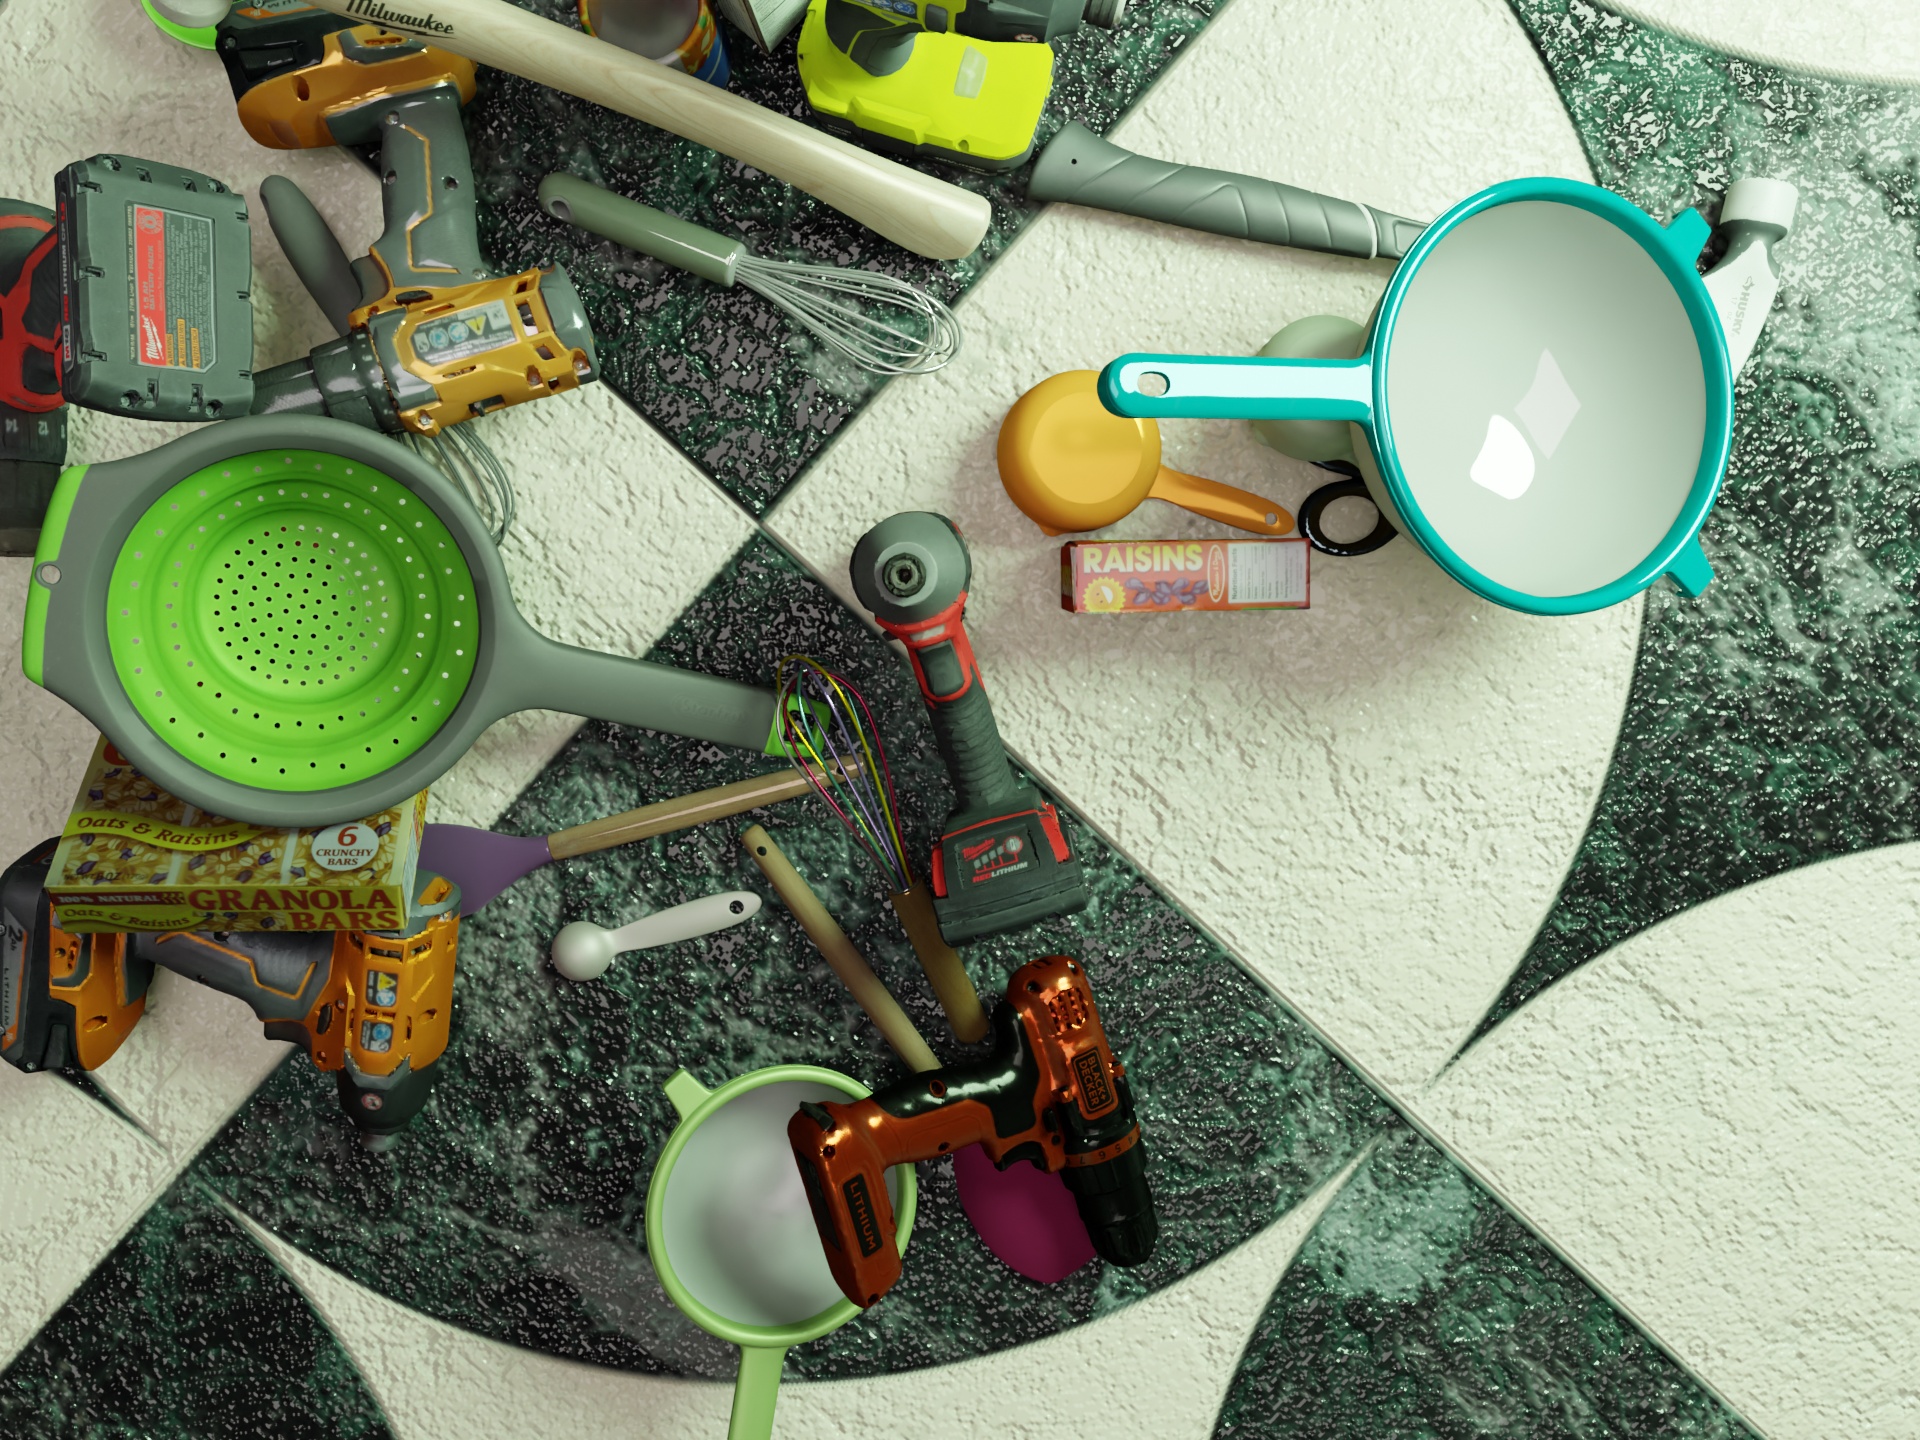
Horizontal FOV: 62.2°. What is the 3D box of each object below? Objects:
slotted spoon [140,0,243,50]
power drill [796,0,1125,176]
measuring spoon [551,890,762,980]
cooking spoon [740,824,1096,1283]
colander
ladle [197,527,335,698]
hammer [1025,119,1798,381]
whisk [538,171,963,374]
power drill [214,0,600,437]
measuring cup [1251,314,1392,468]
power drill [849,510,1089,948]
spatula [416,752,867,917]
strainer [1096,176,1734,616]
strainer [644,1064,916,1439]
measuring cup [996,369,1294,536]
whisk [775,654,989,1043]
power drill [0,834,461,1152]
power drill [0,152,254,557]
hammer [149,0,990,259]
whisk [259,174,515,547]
[{"bbox_3d":[-0.282,-0.423,0.855,0.313,0.031,0.070,-15,95,-1],"label":"slotted spoon"},{"bbox_3d":[-0.012,-0.336,0.763,0.171,0.223,0.080,16,95,-1],"label":"power drill"},{"bbox_3d":[-0.173,0.120,0.901,0.124,0.018,0.034,-16,94,0],"label":"measuring spoon"},{"bbox_3d":[-0.026,0.190,0.906,0.069,0.017,0.319,-36,94,2],"label":"cooking spoon"},{"bbox_3d":[-0.266,-0.038,0.850,0.396,0.094,0.204,12,95,-23],"label":"colander"},{"bbox_3d":[-0.453,0.026,0.890,0.069,0.031,0.315,36,95,-4],"label":"ladle"},{"bbox_3d":[0.238,-0.257,0.866,0.409,0.036,0.149,12,95,-1],"label":"hammer"},{"bbox_3d":[-0.114,-0.245,0.863,0.246,0.057,0.059,22,60,1],"label":"whisk"},{"bbox_3d":[-0.308,-0.253,0.818,0.185,0.084,0.226,-20,87,-10],"label":"power drill"},{"bbox_3d":[0.223,-0.146,0.853,0.083,0.038,0.167,-40,86,-3],"label":"measuring cup"},{"bbox_3d":[-0.001,-0.003,0.831,0.078,0.143,0.219,-17,97,3],"label":"power drill"},{"bbox_3d":[-0.206,0.063,0.896,0.316,0.018,0.060,-14,94,2],"label":"spatula"},{"bbox_3d":[0.214,-0.155,0.787,0.340,0.095,0.211,-2,92,-17],"label":"strainer"},{"bbox_3d":[-0.112,0.313,0.879,0.151,0.069,0.256,10,87,-22],"label":"strainer"},{"bbox_3d":[0.105,-0.133,0.864,0.173,0.052,0.095,18,94,-3],"label":"measuring cup"},{"bbox_3d":[-0.041,0.072,0.878,0.047,0.051,0.245,-19,106,19],"label":"whisk"},{"bbox_3d":[-0.394,0.152,0.869,0.226,0.084,0.164,9,106,-5],"label":"power drill"},{"bbox_3d":[-0.447,-0.179,0.801,0.227,0.080,0.188,3,94,40],"label":"power drill"},{"bbox_3d":[-0.166,-0.313,0.763,0.410,0.146,0.038,14,74,-25],"label":"hammer"},{"bbox_3d":[-0.314,-0.193,0.863,0.055,0.055,0.239,-31,90,2],"label":"whisk"}]
